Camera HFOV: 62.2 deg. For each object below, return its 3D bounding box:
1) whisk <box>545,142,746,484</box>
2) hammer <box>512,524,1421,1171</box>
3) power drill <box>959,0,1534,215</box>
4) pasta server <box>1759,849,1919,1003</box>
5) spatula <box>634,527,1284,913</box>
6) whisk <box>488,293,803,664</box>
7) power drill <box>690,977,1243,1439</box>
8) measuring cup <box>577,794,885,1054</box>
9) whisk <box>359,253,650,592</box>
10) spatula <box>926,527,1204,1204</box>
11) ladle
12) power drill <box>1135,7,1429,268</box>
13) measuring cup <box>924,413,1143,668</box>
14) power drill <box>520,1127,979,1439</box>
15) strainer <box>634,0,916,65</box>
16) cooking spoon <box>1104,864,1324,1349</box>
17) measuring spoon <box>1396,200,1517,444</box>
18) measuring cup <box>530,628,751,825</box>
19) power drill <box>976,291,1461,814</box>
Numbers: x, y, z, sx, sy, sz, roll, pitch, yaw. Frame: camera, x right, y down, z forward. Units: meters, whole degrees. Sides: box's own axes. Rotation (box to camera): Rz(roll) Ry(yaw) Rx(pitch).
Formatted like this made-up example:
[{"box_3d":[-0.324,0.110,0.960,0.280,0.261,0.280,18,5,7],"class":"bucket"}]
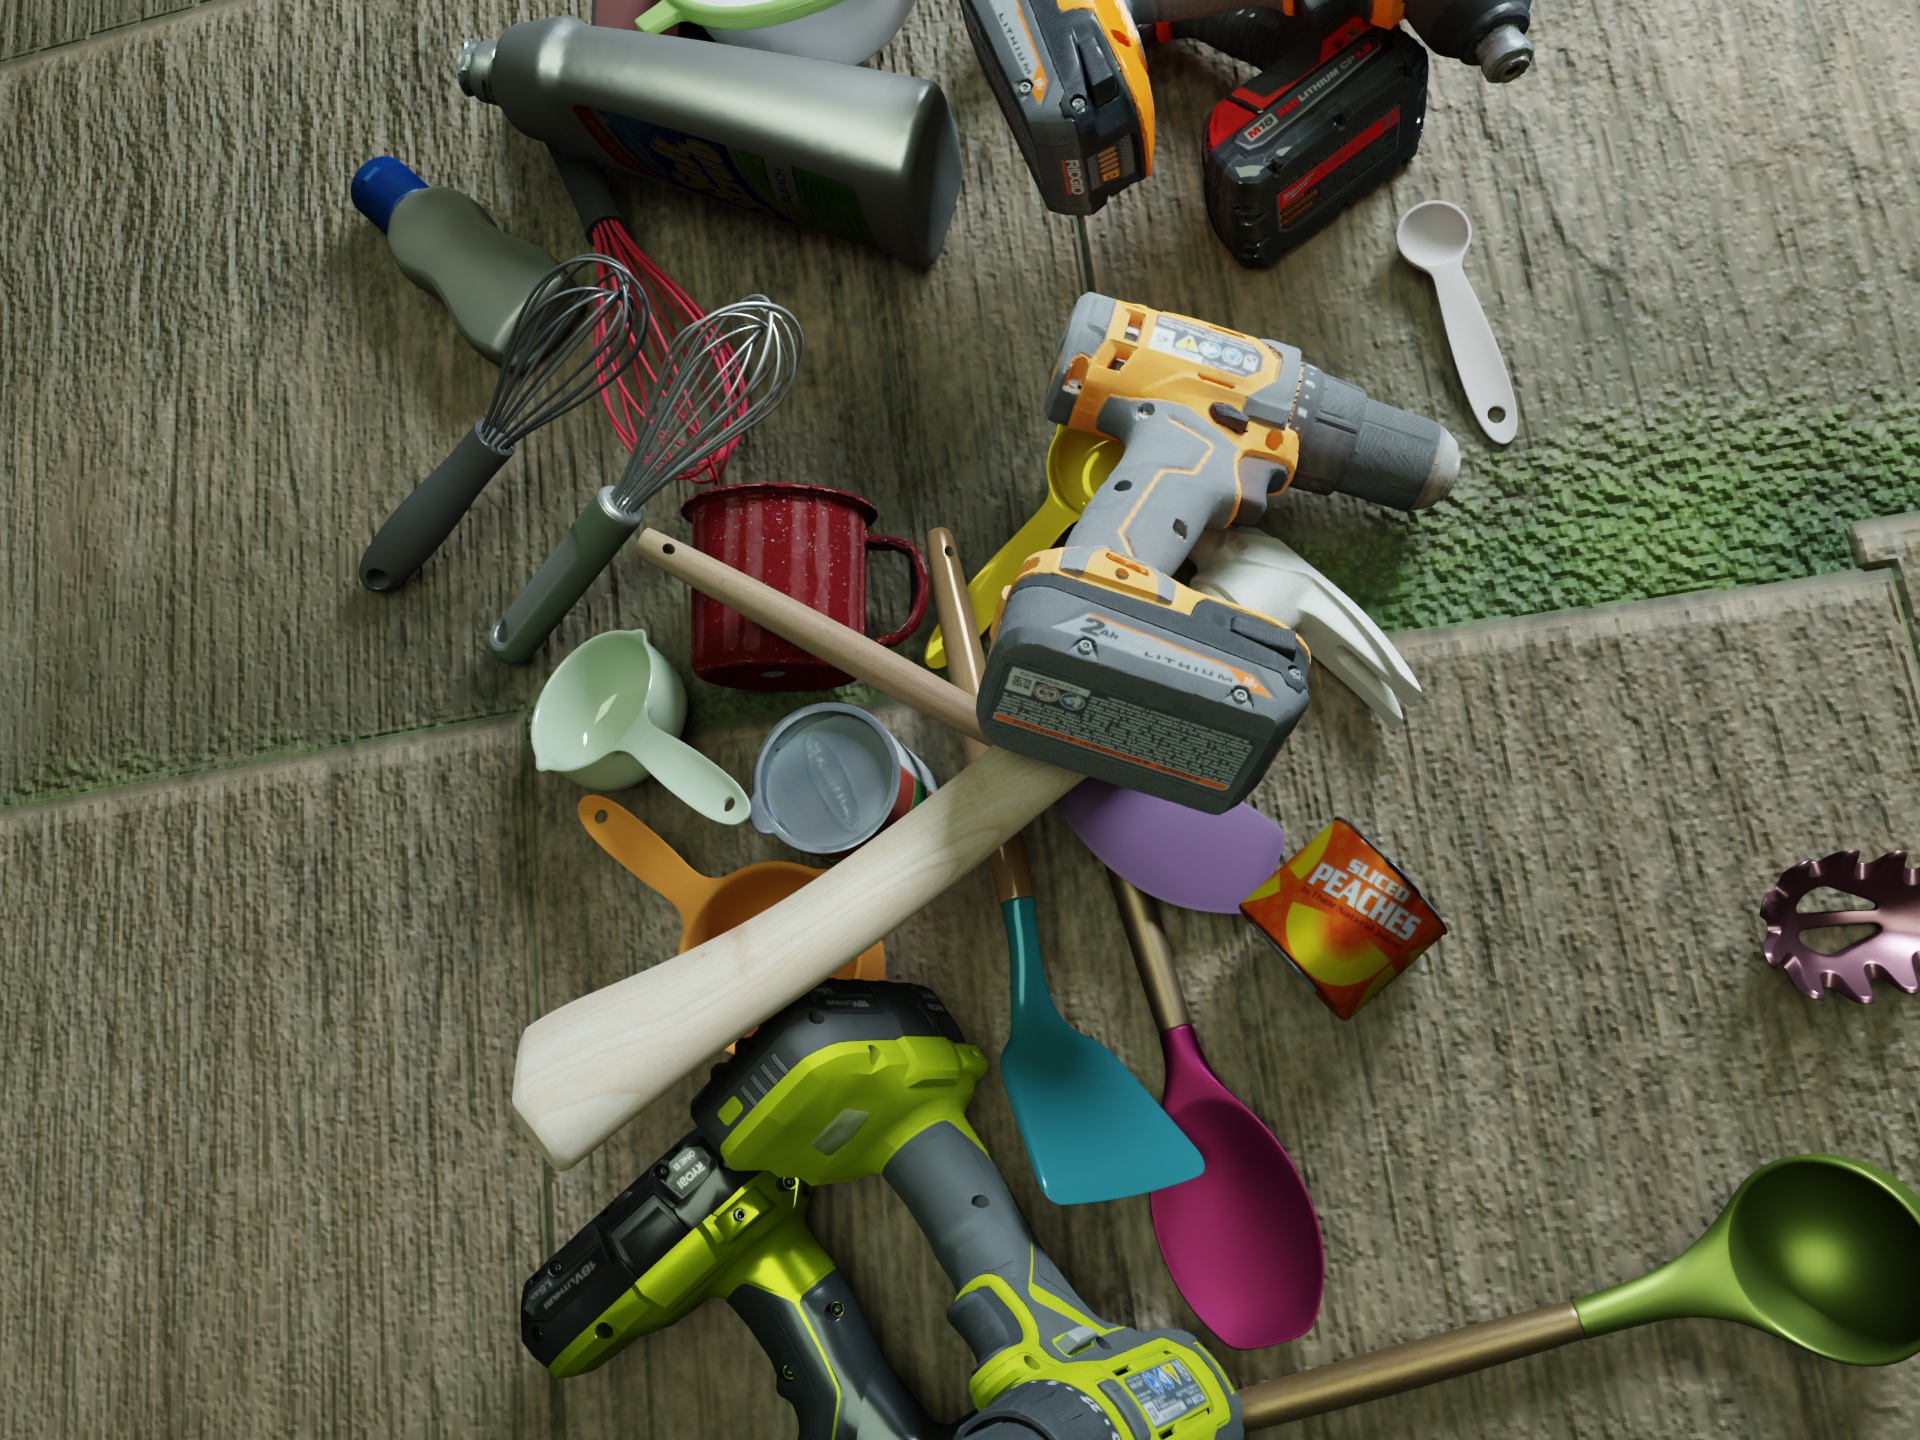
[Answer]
[{"box_3d":[-0.179,-0.241,0.831,0.073,0.073,0.296,-27,67,5],"class":"whisk"},{"box_3d":[0.009,0.045,0.637,0.410,0.038,0.146,-35,69,-26],"class":"hammer"},{"box_3d":[0.126,-0.310,0.687,0.226,0.084,0.164,-23,73,4],"class":"power drill"},{"box_3d":[0.475,0.071,0.619,0.316,0.040,0.060,-5,88,10],"class":"pasta server"},{"box_3d":[-0.001,-0.002,0.698,0.316,0.018,0.060,29,72,-3],"class":"spatula"},{"box_3d":[-0.157,-0.107,0.753,0.246,0.059,0.058,-43,54,29],"class":"whisk"},{"box_3d":[-0.004,0.209,0.606,0.080,0.190,0.229,-47,61,13],"class":"power drill"},{"box_3d":[-0.109,0.090,0.738,0.174,0.052,0.095,35,86,25],"class":"measuring cup"},{"box_3d":[-0.233,-0.140,0.785,0.239,0.055,0.055,-40,70,27],"class":"whisk"},{"box_3d":[0.027,0.052,0.706,0.082,0.044,0.318,-1,68,-32],"class":"spatula"},{"box_3d":[0.217,0.244,0.624,0.320,0.062,0.078,-20,74,10],"class":"ladle"},{"box_3d":[0.113,-0.336,0.782,0.143,0.078,0.220,-36,69,2],"class":"power drill"},{"box_3d":[0.039,-0.083,0.765,0.062,0.029,0.156,45,101,19],"class":"measuring cup"},{"box_3d":[-0.074,0.294,0.666,0.171,0.080,0.223,-42,75,0],"class":"power drill"},{"box_3d":[-0.026,-0.375,0.802,0.256,0.069,0.152,8,58,23],"class":"strainer"},{"box_3d":[0.088,0.111,0.704,0.069,0.017,0.319,-21,73,17],"class":"cooking spoon"},{"box_3d":[0.237,-0.186,0.750,0.034,0.018,0.124,-17,80,8],"class":"measuring spoon"},{"box_3d":[-0.138,0.015,0.739,0.168,0.038,0.083,31,83,41],"class":"measuring cup"},{"box_3d":[0.112,-0.075,0.662,0.185,0.084,0.226,17,54,0],"class":"power drill"}]
